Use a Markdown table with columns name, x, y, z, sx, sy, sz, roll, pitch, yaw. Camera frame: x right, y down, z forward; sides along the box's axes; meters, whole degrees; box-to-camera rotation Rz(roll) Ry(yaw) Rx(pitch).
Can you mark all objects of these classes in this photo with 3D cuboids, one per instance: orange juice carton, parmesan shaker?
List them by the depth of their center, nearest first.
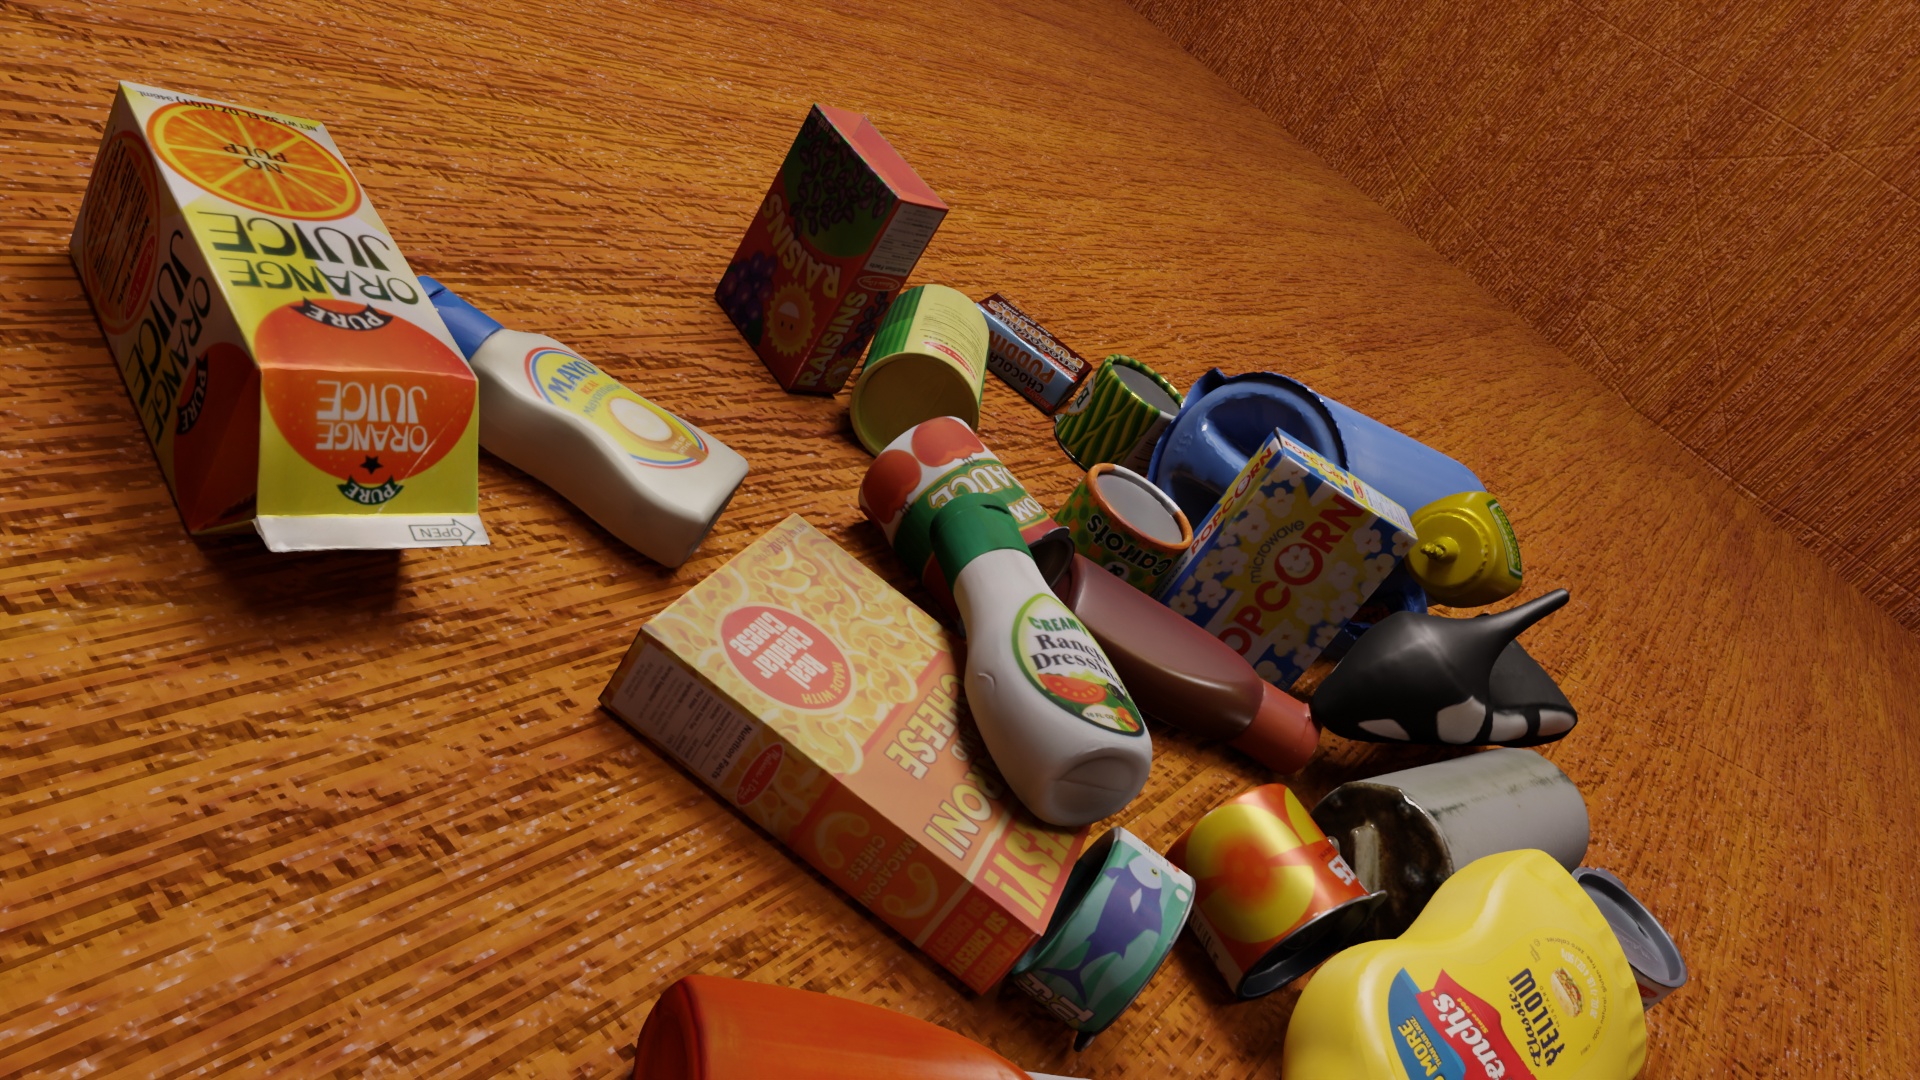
| name | x | y | z | sx | sy | sz | roll | pitch | yaw |
| --- | --- | --- | --- | --- | --- | --- | --- | --- | --- |
| orange juice carton | -0.228 | -0.065 | 0.468 | 0.072 | 0.072 | 0.193 | -1 | 46 | -50 |
| parmesan shaker | -0.017 | -0.088 | 0.750 | 0.071 | 0.071 | 0.103 | 30 | 27 | -11 |

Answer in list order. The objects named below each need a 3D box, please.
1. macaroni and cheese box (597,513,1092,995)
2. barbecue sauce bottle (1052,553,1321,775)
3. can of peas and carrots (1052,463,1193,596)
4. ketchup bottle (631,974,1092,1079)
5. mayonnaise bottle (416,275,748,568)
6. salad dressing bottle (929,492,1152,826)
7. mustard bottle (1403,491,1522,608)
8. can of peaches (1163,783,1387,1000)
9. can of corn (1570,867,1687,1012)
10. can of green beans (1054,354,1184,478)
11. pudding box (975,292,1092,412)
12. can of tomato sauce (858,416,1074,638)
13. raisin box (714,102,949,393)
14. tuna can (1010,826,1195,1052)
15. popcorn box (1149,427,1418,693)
| name | x | y | z | sx | sy | sz | roll | pitch | yaw |
| --- | --- | --- | --- | --- | --- | --- | --- | --- | --- |
| macaroni and cheese box | -0.030 | 0.071 | 0.516 | 0.166 | 0.040 | 0.124 | 37 | 27 | 3 |
| barbecue sauce bottle | 0.107 | 0.065 | 0.678 | 0.148 | 0.043 | 0.065 | 30 | 28 | -12 |
| can of peas and carrots | 0.079 | 0.003 | 0.724 | 0.071 | 0.058 | 0.071 | 27 | 29 | -16 |
| ketchup bottle | -0.015 | 0.163 | 0.387 | 0.149 | 0.043 | 0.065 | 20 | 33 | -29 |
| mayonnaise bottle | -0.160 | -0.050 | 0.555 | 0.148 | 0.041 | 0.065 | 34 | 29 | -6 |
| salad dressing bottle | 0.025 | 0.040 | 0.535 | 0.064 | 0.043 | 0.148 | 16 | 32 | -33 |
| mustard bottle | 0.270 | 0.006 | 0.752 | 0.160 | 0.048 | 0.065 | -2 | 74 | -63 |
| can of peaches | 0.123 | 0.138 | 0.553 | 0.071 | 0.071 | 0.058 | 6 | 39 | -45 |
| can of corn | 0.300 | 0.200 | 0.669 | 0.071 | 0.058 | 0.071 | 27 | 29 | -16 |
| can of green beans | 0.102 | -0.075 | 0.872 | 0.071 | 0.057 | 0.071 | 27 | 29 | -16 |
| pudding box | 0.040 | -0.123 | 0.906 | 0.084 | 0.030 | 0.050 | 39 | 29 | 5 |
| can of tomato sauce | 0.002 | -0.008 | 0.643 | 0.071 | 0.071 | 0.083 | -5 | 47 | -52 |
| raisin box | -0.070 | -0.149 | 0.723 | 0.040 | 0.123 | 0.086 | -3 | 46 | -49 |
| tuna can | 0.047 | 0.136 | 0.479 | 0.033 | 0.070 | 0.071 | 37 | 27 | 3 |
| popcorn box | 0.161 | 0.018 | 0.722 | 0.085 | 0.126 | 0.038 | 31 | 23 | -9 |
